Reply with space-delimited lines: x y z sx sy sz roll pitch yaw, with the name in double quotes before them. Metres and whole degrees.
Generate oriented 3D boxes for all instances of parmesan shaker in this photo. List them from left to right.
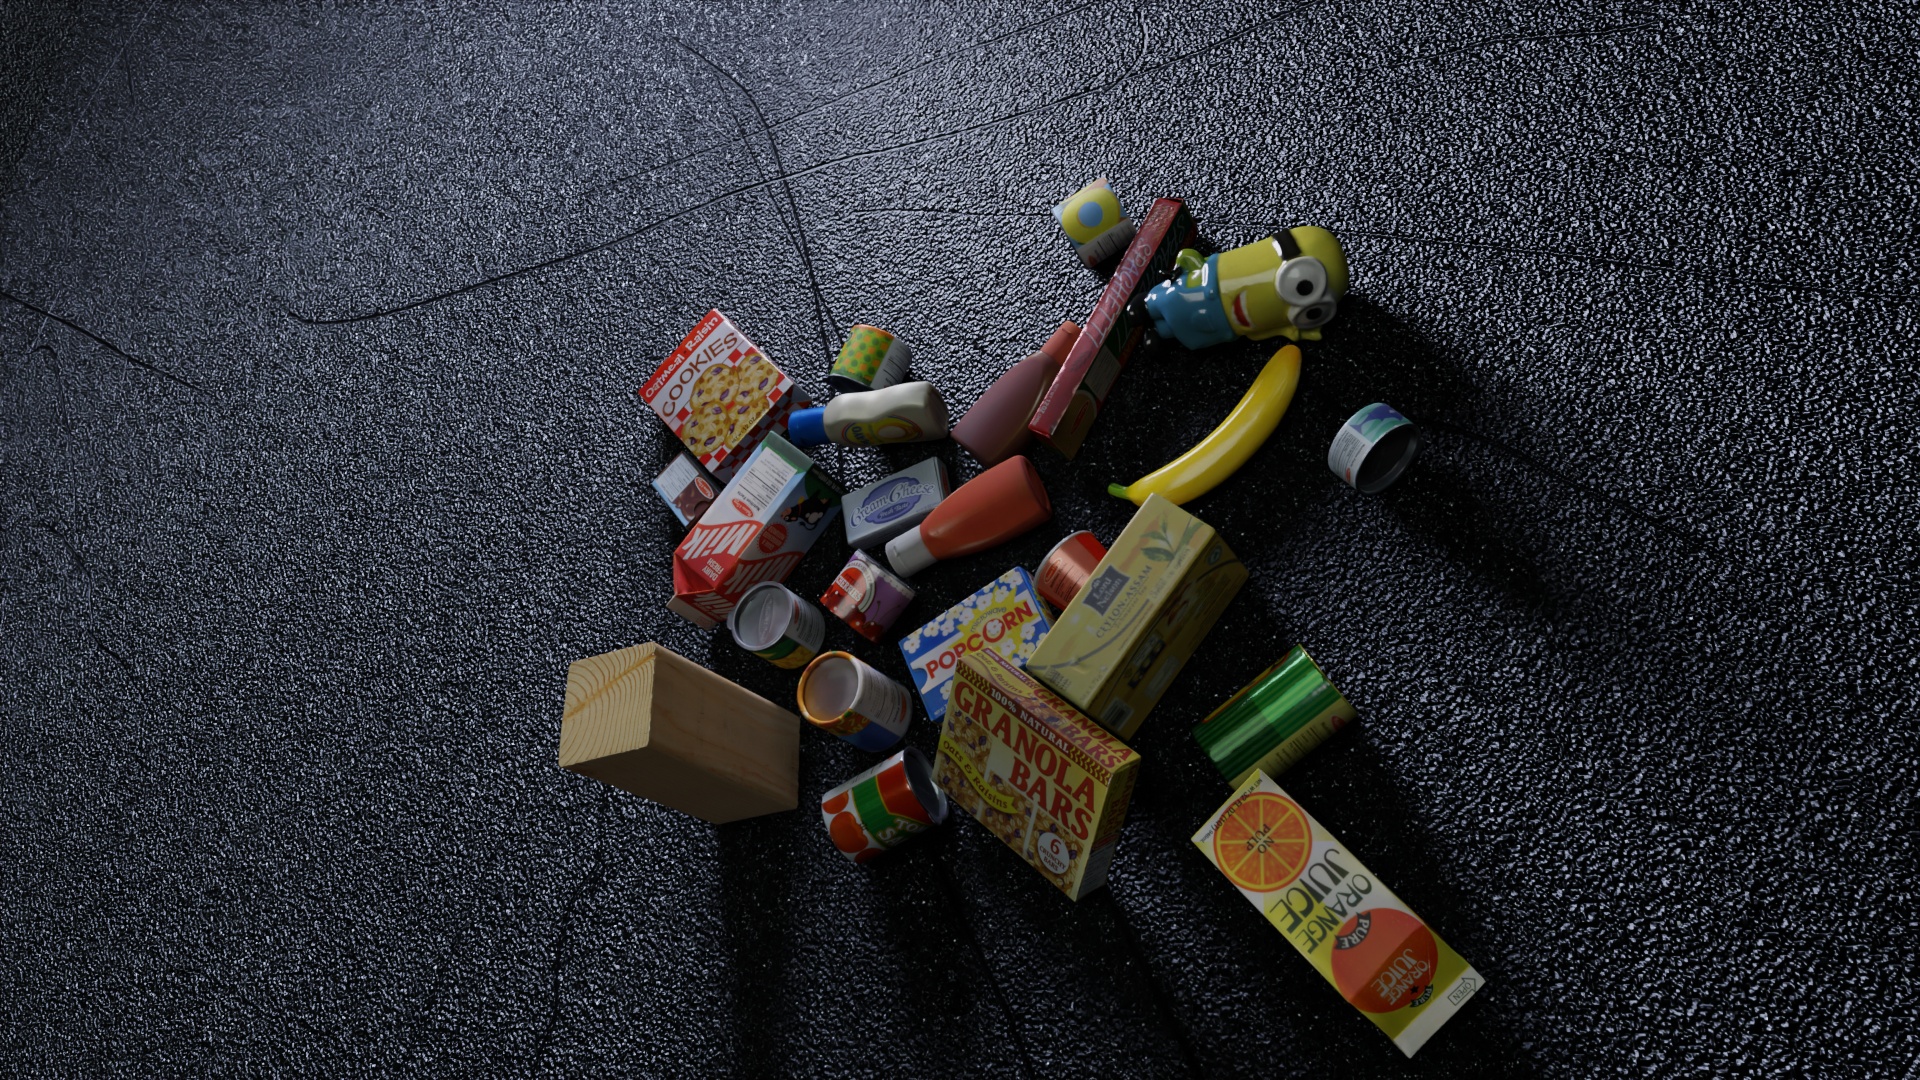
"parmesan shaker" 0.227 0.131 1.012 0.103 0.071 0.071 -39 54 7

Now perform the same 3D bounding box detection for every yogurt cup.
"yogurt cup" 0.102 0.034 1.136 0.072 0.072 0.054 -48 61 1

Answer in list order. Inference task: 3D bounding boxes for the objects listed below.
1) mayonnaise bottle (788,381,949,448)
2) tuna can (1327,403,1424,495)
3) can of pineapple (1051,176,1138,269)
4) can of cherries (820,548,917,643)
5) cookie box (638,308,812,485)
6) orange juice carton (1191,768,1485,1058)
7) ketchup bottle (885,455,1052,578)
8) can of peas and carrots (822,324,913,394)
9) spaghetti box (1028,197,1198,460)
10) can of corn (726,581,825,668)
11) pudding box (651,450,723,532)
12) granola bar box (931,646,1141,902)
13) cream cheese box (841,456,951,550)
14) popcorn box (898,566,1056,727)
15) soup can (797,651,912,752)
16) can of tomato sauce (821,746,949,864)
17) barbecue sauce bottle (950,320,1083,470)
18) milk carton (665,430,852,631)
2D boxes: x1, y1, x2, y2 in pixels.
"mayonnaise bottle" -0.088 -0.113 1.306 0.148 0.064 0.041 -7 59 20
"tuna can" 0.319 -0.071 1.065 0.071 0.071 0.033 -45 52 3
"can of pineapple" 0.124 -0.294 1.281 0.058 0.071 0.071 -31 56 12
"can of cherries" -0.083 0.049 1.227 0.071 0.071 0.058 36 88 37
"cookie box" -0.246 -0.151 1.436 0.123 0.040 0.168 -47 53 1
"orange juice carton" 0.254 0.250 0.937 0.072 0.073 0.193 -47 54 2
"ketchup bottle" 0.004 -0.015 1.226 0.148 0.043 0.065 -28 64 15
"can of peas and carrots" -0.089 -0.168 1.338 0.071 0.071 0.059 16 75 34
"spaghetti box" 0.138 -0.190 1.233 0.029 0.050 0.250 23 79 34
"can of corn" -0.168 0.078 1.268 0.071 0.058 0.071 -12 62 24
"pudding box" -0.272 -0.047 1.406 0.049 0.030 0.084 -46 53 1
"granola bar box" 0.055 0.176 1.067 0.166 0.039 0.123 34 125 37
"cream cheese box" -0.059 -0.033 1.282 0.103 0.024 0.053 -22 57 19
"popcorn box" 0.021 0.091 1.168 0.126 0.038 0.085 -33 56 11
"soup can" -0.092 0.138 1.181 0.071 0.083 0.071 -13 62 25
"can of tomato sauce" -0.061 0.219 1.135 0.083 0.071 0.071 -31 56 14
"barbecue sauce bottle" 0.060 -0.132 1.252 0.148 0.043 0.065 -49 53 -1
"milk carton" -0.199 0.000 1.317 0.073 0.072 0.190 36 86 37
